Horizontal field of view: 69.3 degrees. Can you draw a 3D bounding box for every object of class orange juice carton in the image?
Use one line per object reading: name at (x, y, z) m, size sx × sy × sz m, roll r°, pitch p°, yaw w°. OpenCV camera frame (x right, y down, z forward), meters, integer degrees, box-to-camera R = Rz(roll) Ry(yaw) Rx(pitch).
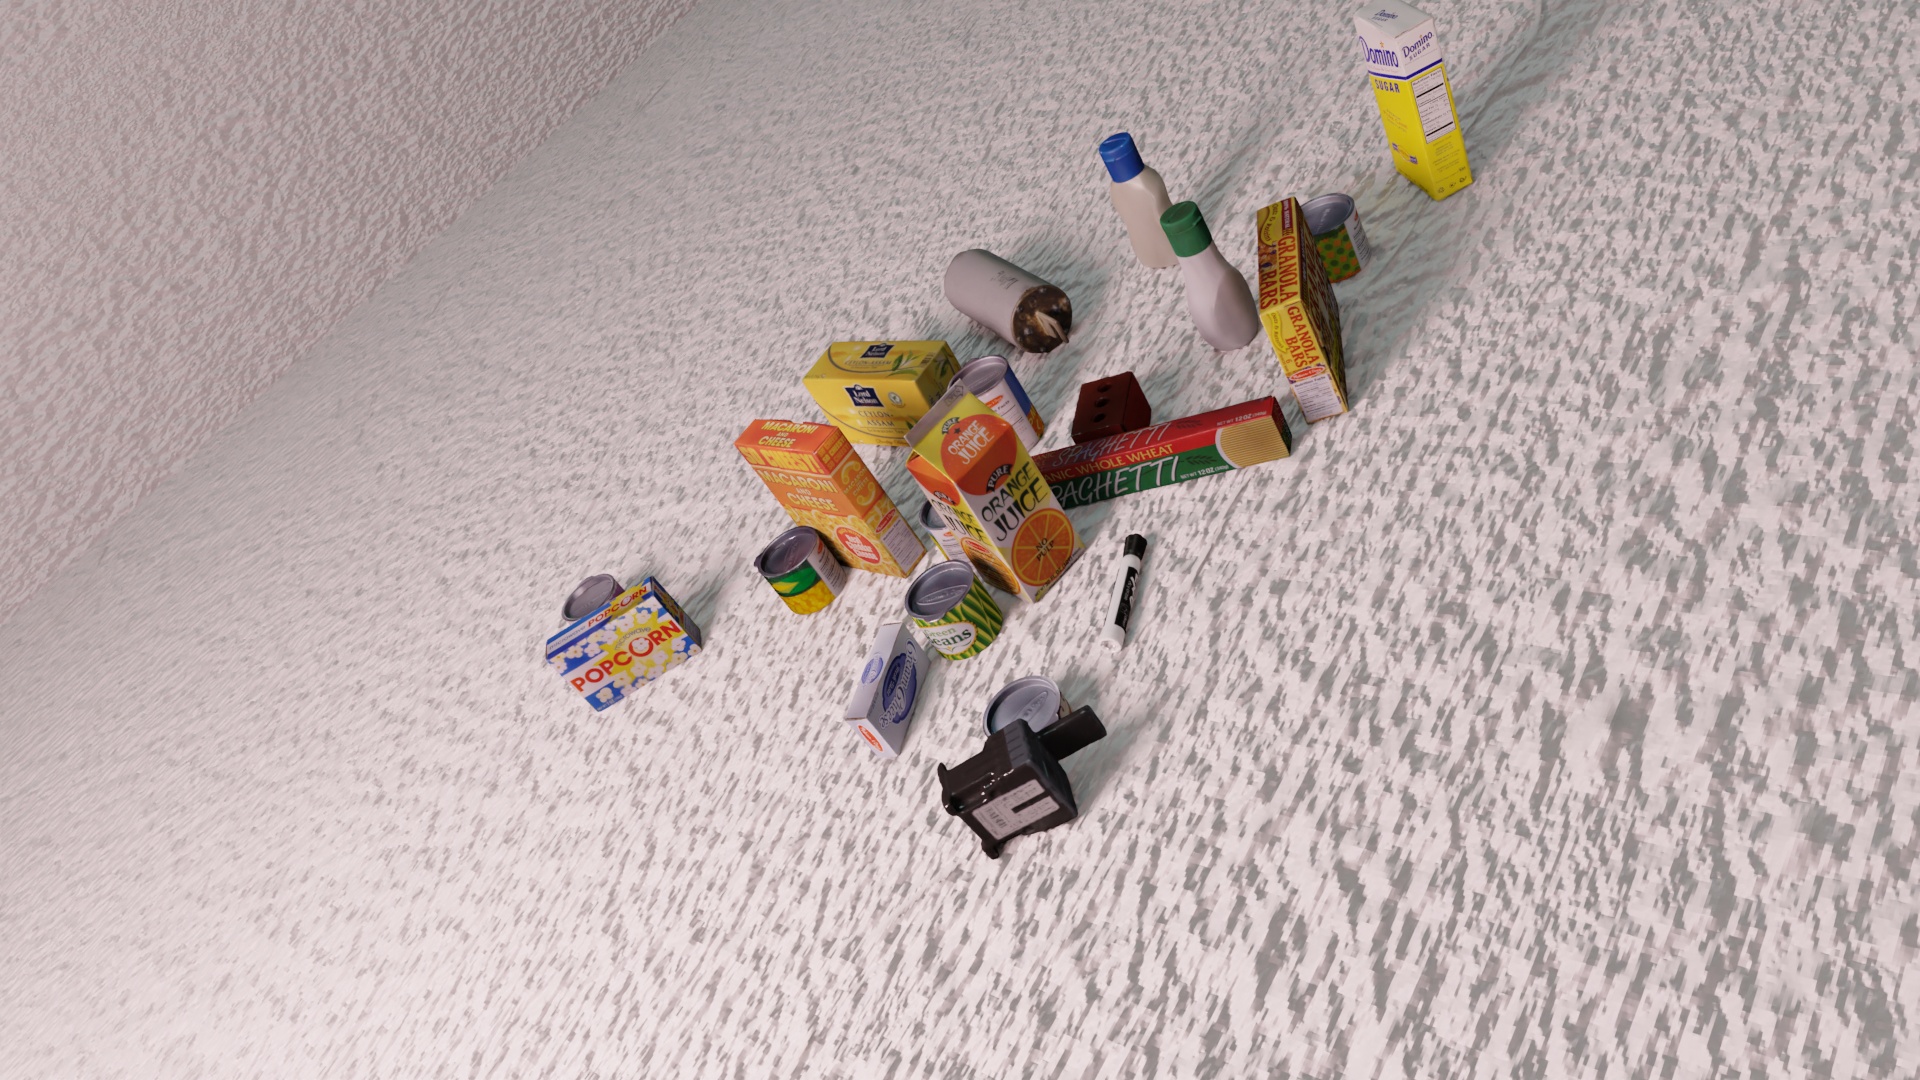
orange juice carton at (0.022, -0.041, 1.163) m, size 0.072 × 0.192 × 0.073 m, roll -46°, pitch 36°, yaw -17°

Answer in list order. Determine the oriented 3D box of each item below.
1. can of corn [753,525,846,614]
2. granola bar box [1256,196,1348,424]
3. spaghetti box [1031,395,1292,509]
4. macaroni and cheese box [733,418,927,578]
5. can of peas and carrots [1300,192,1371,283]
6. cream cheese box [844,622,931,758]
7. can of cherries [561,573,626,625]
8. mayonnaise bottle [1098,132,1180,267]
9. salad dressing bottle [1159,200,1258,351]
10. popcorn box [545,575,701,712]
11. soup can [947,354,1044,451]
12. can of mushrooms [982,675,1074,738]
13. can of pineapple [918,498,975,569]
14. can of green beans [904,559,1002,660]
can of corn at (-0.154, 0.030, 1.337) m, size 0.071 × 0.058 × 0.071 m, roll -22°, pitch 36°, yaw 17°
granola bar box at (0.294, -0.200, 1.196) m, size 0.039 × 0.123 × 0.166 m, roll -16°, pitch 38°, yaw 24°
spaghetti box at (0.161, -0.071, 1.212) m, size 0.249 × 0.050 × 0.029 m, roll -13°, pitch 40°, yaw 27°
macaroni and cheese box at (-0.121, -0.041, 1.301) m, size 0.123 × 0.166 × 0.040 m, roll 9°, pitch 53°, yaw 45°
can of peas and carrots at (0.346, -0.284, 1.314) m, size 0.071 × 0.058 × 0.071 m, roll -22°, pitch 36°, yaw 17°
cream cheese box at (-0.059, 0.123, 1.150) m, size 0.024 × 0.053 × 0.104 m, roll -11°, pitch 41°, yaw 30°
can of cherries at (-0.374, 0.076, 1.457) m, size 0.071 × 0.058 × 0.072 m, roll -22°, pitch 36°, yaw 17°
mayonnaise bottle at (0.190, -0.353, 1.445) m, size 0.064 × 0.147 × 0.041 m, roll 3°, pitch 49°, yaw 41°
salad dressing bottle at (0.229, -0.244, 1.281) m, size 0.044 × 0.147 × 0.064 m, roll 15°, pitch 57°, yaw 48°
popcorn box at (-0.331, 0.103, 1.367) m, size 0.126 × 0.085 × 0.038 m, roll -31°, pitch 34°, yaw 4°
soup can at (0.035, -0.130, 1.356) m, size 0.071 × 0.083 × 0.072 m, roll -22°, pitch 36°, yaw 17°
can of mushrooms at (0.054, 0.139, 1.057) m, size 0.071 × 0.033 × 0.071 m, roll -22°, pitch 36°, yaw 17°
can of pineapple at (0.005, -0.016, 1.265) m, size 0.071 × 0.057 × 0.071 m, roll -22°, pitch 36°, yaw 17°
can of green beans at (-0.005, 0.060, 1.181) m, size 0.071 × 0.057 × 0.071 m, roll -22°, pitch 36°, yaw 17°
